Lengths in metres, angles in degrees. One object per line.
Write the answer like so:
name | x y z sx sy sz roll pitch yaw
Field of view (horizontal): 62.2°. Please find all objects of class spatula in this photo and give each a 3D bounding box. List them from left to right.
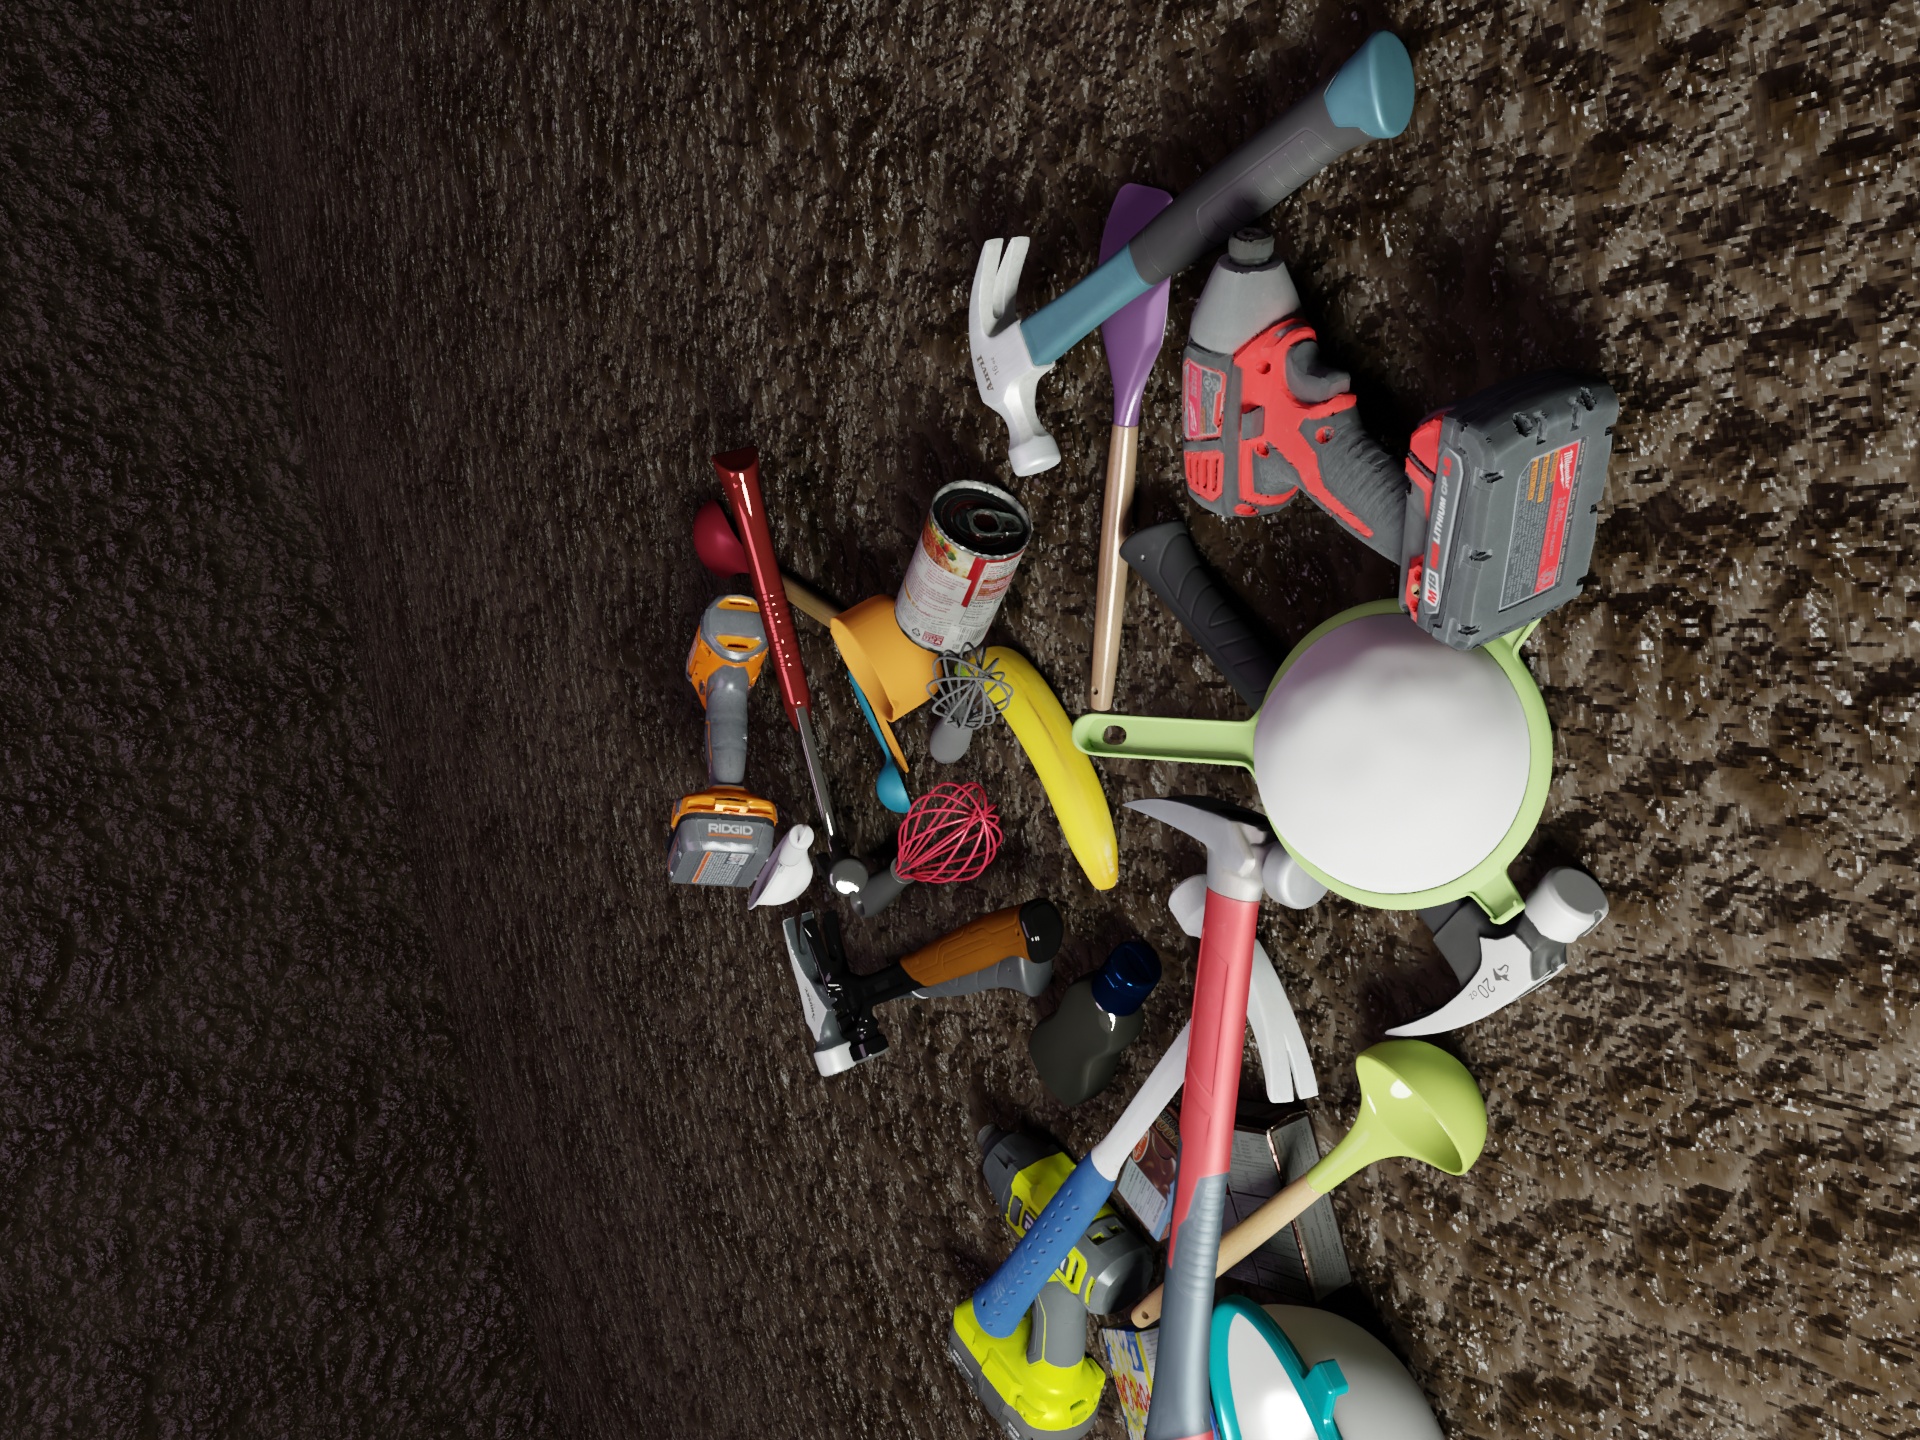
spatula | 0.093 -0.150 0.936 0.060 0.018 0.315 32 129 46

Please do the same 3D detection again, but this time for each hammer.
hammer | -0.137 -0.040 1.278 0.149 0.036 0.359 -153 49 -78
hammer | -0.044 0.211 1.309 0.409 0.036 0.149 -25 83 58
hammer | -0.024 0.176 1.201 0.337 0.034 0.127 -32 77 56
hammer | 0.100 0.287 1.033 0.144 0.035 0.405 62 139 39
hammer | 0.106 -0.247 0.835 0.331 0.033 0.128 -24 85 54
hammer | 0.130 0.236 0.911 0.143 0.038 0.386 22 110 56
hammer | 0.188 0.016 0.853 0.335 0.035 0.146 55 143 27

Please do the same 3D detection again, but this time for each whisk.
whisk | -0.037 0.111 1.233 0.073 0.073 0.295 67 154 10
whisk | -0.003 -0.003 1.073 0.239 0.055 0.055 112 135 -75

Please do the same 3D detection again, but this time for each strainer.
strainer | -0.142 0.116 1.322 0.050 0.087 0.258 28 163 -4
strainer | 0.152 0.012 0.782 0.256 0.069 0.151 4 90 37
strainer | 0.215 0.432 0.978 0.340 0.095 0.211 159 98 -79

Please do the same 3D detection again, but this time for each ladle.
ladle | -0.147 -0.112 1.323 0.316 0.031 0.069 34 132 44
ladle | 0.181 0.281 0.908 0.078 0.062 0.320 50 129 17

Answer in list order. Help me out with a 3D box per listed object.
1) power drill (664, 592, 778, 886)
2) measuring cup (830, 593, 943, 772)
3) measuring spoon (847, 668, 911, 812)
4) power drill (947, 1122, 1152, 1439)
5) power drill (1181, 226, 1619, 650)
power drill | -0.206 0.024 1.372 0.164 0.084 0.227 129 144 -63
measuring cup | -0.043 -0.024 1.191 0.095 0.052 0.173 49 166 37
measuring spoon | -0.072 0.018 1.260 0.042 0.021 0.129 85 162 -71
power drill | 0.059 0.430 1.219 0.171 0.080 0.223 39 132 42
power drill | 0.185 -0.137 0.737 0.220 0.078 0.143 42 146 45
